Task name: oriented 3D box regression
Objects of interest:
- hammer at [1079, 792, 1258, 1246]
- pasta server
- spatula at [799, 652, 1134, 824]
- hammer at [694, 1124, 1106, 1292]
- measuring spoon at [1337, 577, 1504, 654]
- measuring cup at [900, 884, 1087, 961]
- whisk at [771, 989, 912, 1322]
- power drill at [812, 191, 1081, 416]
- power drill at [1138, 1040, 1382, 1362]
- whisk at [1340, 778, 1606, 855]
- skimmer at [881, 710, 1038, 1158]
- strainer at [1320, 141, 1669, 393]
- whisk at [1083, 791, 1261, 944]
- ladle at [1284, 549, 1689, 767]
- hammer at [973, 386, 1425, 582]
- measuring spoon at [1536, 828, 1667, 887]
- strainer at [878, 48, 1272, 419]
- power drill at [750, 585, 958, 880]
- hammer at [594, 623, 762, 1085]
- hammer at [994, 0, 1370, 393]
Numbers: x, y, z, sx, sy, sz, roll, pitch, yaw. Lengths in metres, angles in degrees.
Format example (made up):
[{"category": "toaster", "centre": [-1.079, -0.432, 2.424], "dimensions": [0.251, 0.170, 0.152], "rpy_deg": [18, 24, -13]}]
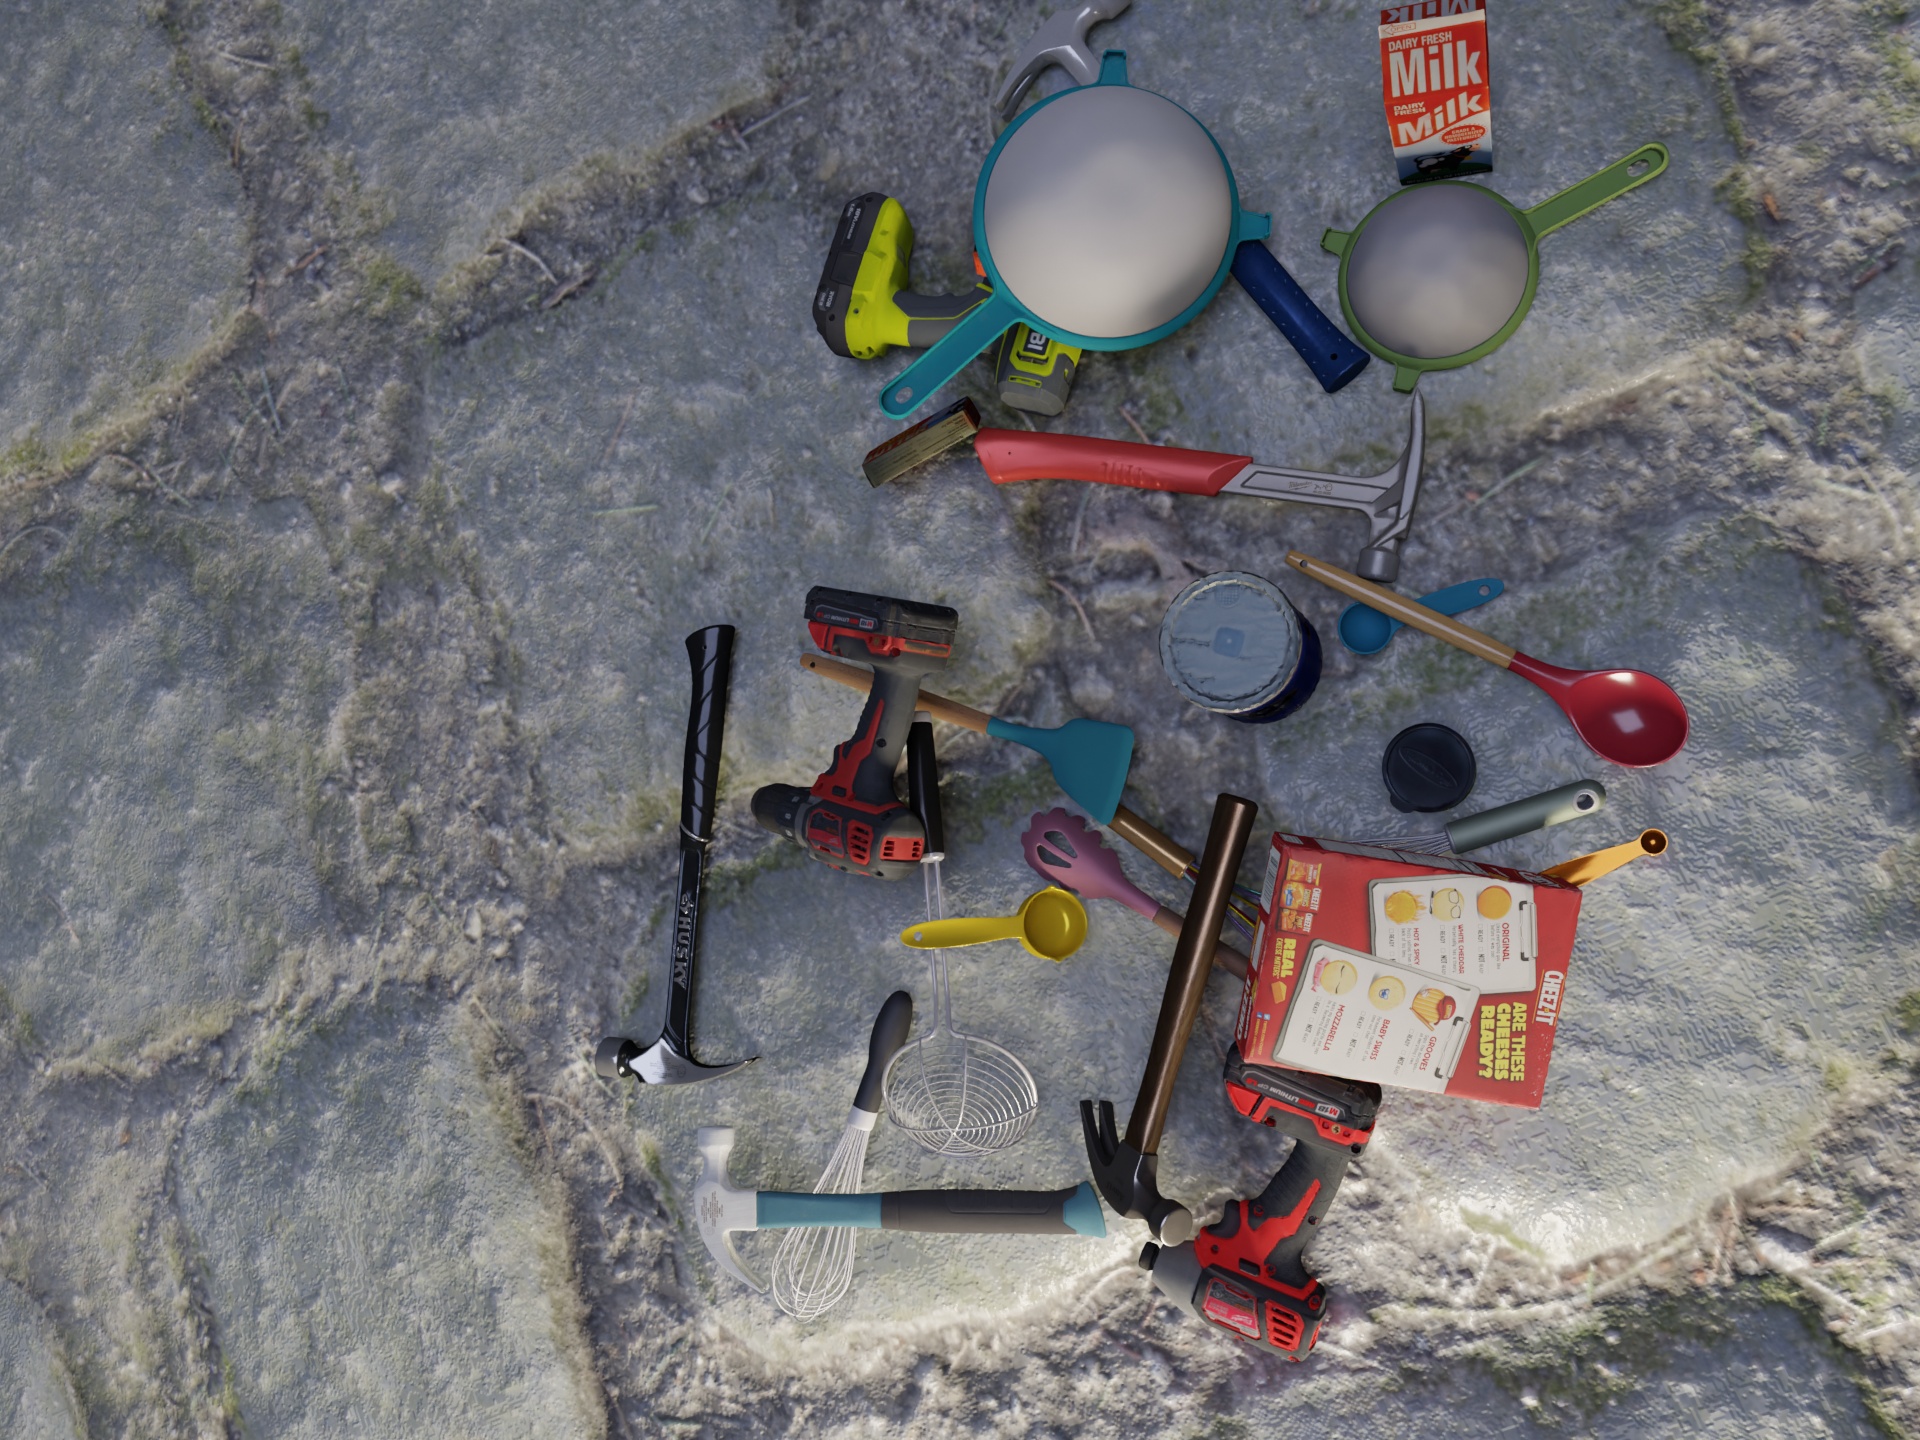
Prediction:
[{"category": "hammer", "centre": [0.166, 0.216, 1.212], "dimensions": [0.130, 0.031, 0.331], "rpy_deg": [22, 98, 59]}, {"category": "pasta server", "centre": [0.180, 0.167, 1.261], "dimensions": [0.316, 0.040, 0.060], "rpy_deg": [32, 97, 14]}, {"category": "spatula", "centre": [-0.002, -0.004, 1.326], "dimensions": [0.318, 0.044, 0.082], "rpy_deg": [19, 105, 21]}, {"category": "hammer", "centre": [-0.049, 0.391, 1.275], "dimensions": [0.331, 0.033, 0.128], "rpy_deg": [-1, 79, 4]}, {"category": "measuring spoon", "centre": [0.354, -0.083, 1.226], "dimensions": [0.128, 0.021, 0.042], "rpy_deg": [-17, 80, 8]}, {"category": "measuring cup", "centre": [0.025, 0.167, 1.270], "dimensions": [0.156, 0.029, 0.062], "rpy_deg": [-3, 81, -17]}, {"category": "whisk", "centre": [-0.093, 0.362, 1.328], "dimensions": [0.070, 0.070, 0.284], "rpy_deg": [17, 87, 19]}, {"category": "power drill", "centre": [0.003, -0.361, 1.335], "dimensions": [0.223, 0.080, 0.171], "rpy_deg": [16, 85, 16]}, {"category": "power drill", "centre": [0.226, 0.358, 1.206], "dimensions": [0.143, 0.078, 0.219], "rpy_deg": [18, 95, 20]}, {"category": "whisk", "centre": [0.360, 0.092, 1.194], "dimensions": [0.246, 0.059, 0.057], "rpy_deg": [-20, 100, 12]}, {"category": "skimmer", "centre": [-0.013, 0.176, 1.310], "dimensions": [0.127, 0.090, 0.363], "rpy_deg": [-8, 78, 13]}, {"category": "strainer", "centre": [0.407, -0.370, 1.196], "dimensions": [0.256, 0.069, 0.151], "rpy_deg": [-26, 78, 17]}, {"category": "whisk", "centre": [0.197, 0.126, 1.249], "dimensions": [0.245, 0.047, 0.051], "rpy_deg": [36, 99, 21]}, {"category": "ladle", "centre": [0.387, -0.056, 1.190], "dimensions": [0.315, 0.031, 0.069], "rpy_deg": [28, 100, 14]}, {"category": "hammer", "centre": [0.185, -0.210, 1.278], "dimensions": [0.359, 0.036, 0.149], "rpy_deg": [11, 92, 20]}, {"category": "measuring spoon", "centre": [0.464, 0.109, 1.175], "dimensions": [0.117, 0.011, 0.021], "rpy_deg": [-27, 79, 19]}, {"category": "strainer", "centre": [0.068, -0.355, 1.210], "dimensions": [0.340, 0.095, 0.211], "rpy_deg": [-42, 90, -2]}, {"category": "power drill", "centre": [-0.095, 0.007, 1.308], "dimensions": [0.188, 0.080, 0.226], "rpy_deg": [13, 95, 45]}, {"category": "hammer", "centre": [-0.232, 0.118, 1.402], "dimensions": [0.149, 0.036, 0.409], "rpy_deg": [4, 87, 18]}, {"category": "hammer", "centre": [0.185, -0.425, 1.296], "dimensions": [0.144, 0.035, 0.406], "rpy_deg": [-39, 75, 12]}]
